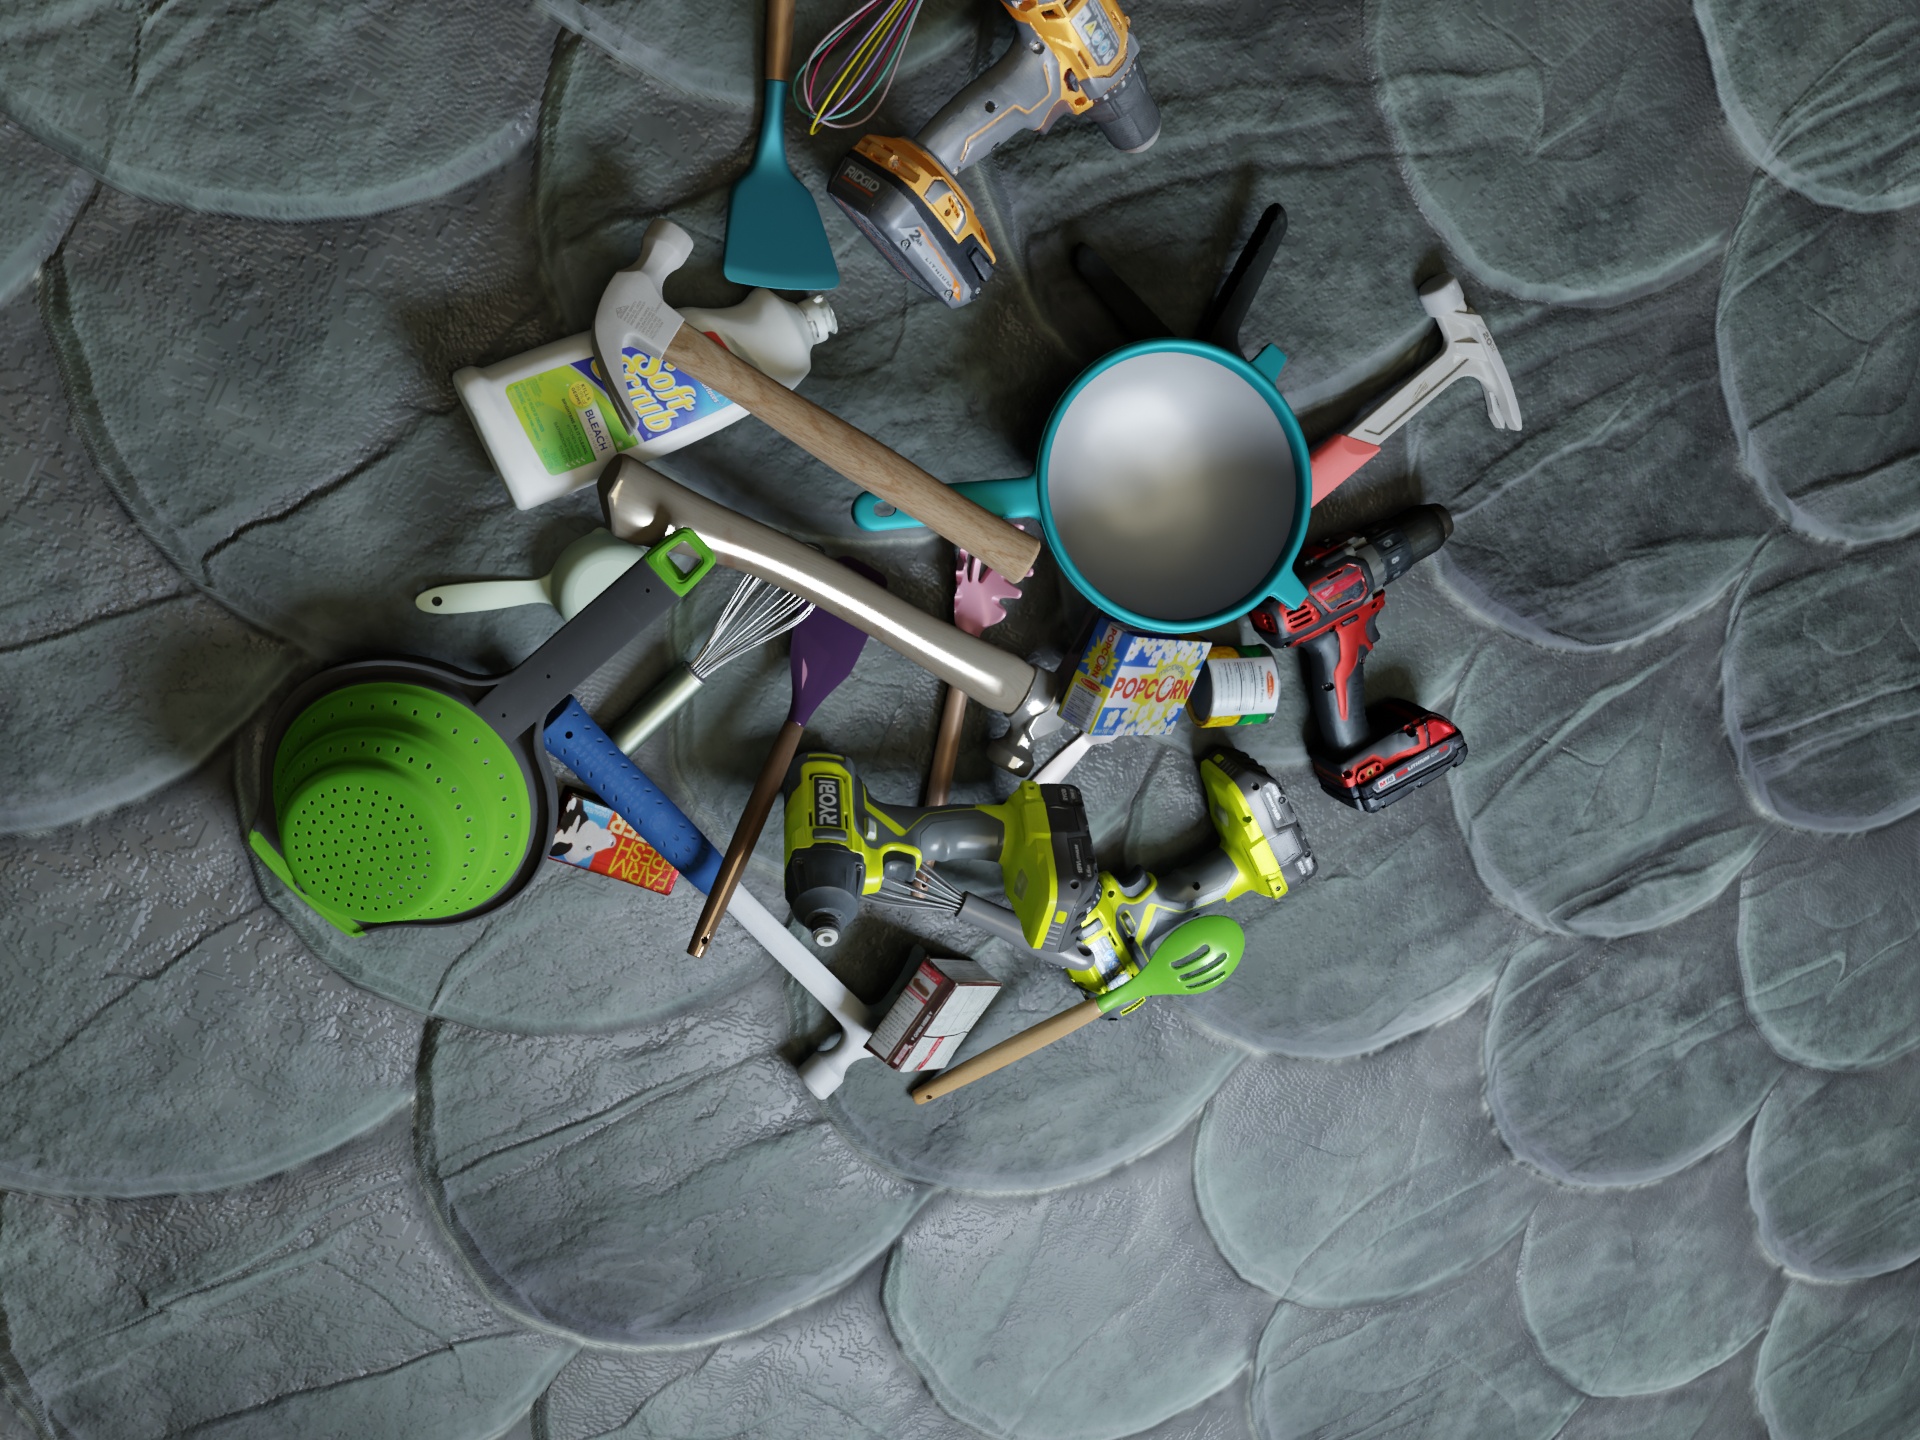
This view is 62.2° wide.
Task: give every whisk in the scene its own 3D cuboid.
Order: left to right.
[{"bbox_3d":[-0.188,-0.041,1.156,0.246,0.059,0.057,-43,135,3],"label":"whisk"},{"bbox_3d":[-0.033,-0.482,1.048,0.245,0.051,0.047,-57,160,-10],"label":"whisk"},{"bbox_3d":[0.002,0.147,1.259,0.239,0.055,0.055,25,98,-11],"label":"whisk"}]

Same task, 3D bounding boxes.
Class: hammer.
[{"bbox_3d":[-0.171,0.125,1.199,0.144,0.035,0.405,-43,122,-7],"label":"hammer"},{"bbox_3d":[-0.092,-0.187,1.054,0.331,0.031,0.130,31,76,-13],"label":"hammer"},{"bbox_3d":[-0.067,-0.092,1.127,0.410,0.038,0.146,26,98,-35],"label":"hammer"},{"bbox_3d":[0.295,-0.193,1.274,0.359,0.037,0.149,-40,117,-9],"label":"hammer"}]

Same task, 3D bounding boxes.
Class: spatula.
[{"bbox_3d":[-0.134,0.025,1.169,0.059,0.018,0.316,26,80,-26],"label":"spatula"},{"bbox_3d":[-0.114,-0.448,1.044,0.082,0.044,0.317,-2,107,-23],"label":"spatula"}]

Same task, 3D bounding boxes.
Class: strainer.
[{"bbox_3d":[0.083,-0.162,1.162,0.340,0.095,0.211,-7,93,-12],"label":"strainer"}]

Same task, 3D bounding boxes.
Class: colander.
[{"bbox_3d":[-0.316,0.017,1.030,0.397,0.094,0.204,-38,105,14],"label":"colander"}]

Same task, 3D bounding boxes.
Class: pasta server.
[{"bbox_3d":[-0.002,-0.004,1.241,0.060,0.040,0.316,2,108,-29],"label":"pasta server"}]

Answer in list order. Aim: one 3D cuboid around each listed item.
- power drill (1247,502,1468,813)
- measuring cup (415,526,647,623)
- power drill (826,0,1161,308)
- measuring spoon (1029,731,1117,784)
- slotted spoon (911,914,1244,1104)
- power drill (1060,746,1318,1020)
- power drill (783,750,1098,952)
[{"bbox_3d":[0.352,-0.058,1.337,0.188,0.080,0.226,-28,112,-10],"label":"power drill"},{"bbox_3d":[-0.290,-0.086,1.103,0.167,0.038,0.083,-7,110,-20],"label":"measuring cup"},{"bbox_3d":[0.036,-0.394,1.085,0.226,0.084,0.185,-50,144,4],"label":"power drill"},{"bbox_3d":[0.088,0.036,1.299,0.124,0.018,0.034,-45,117,0],"label":"measuring spoon"},{"bbox_3d":[0.094,0.248,1.315,0.314,0.031,0.070,-29,118,14],"label":"slotted spoon"},{"bbox_3d":[0.166,0.123,1.327,0.228,0.080,0.190,-32,117,-5],"label":"power drill"},{"bbox_3d":[-0.019,0.104,1.177,0.223,0.171,0.080,5,129,-11],"label":"power drill"}]
